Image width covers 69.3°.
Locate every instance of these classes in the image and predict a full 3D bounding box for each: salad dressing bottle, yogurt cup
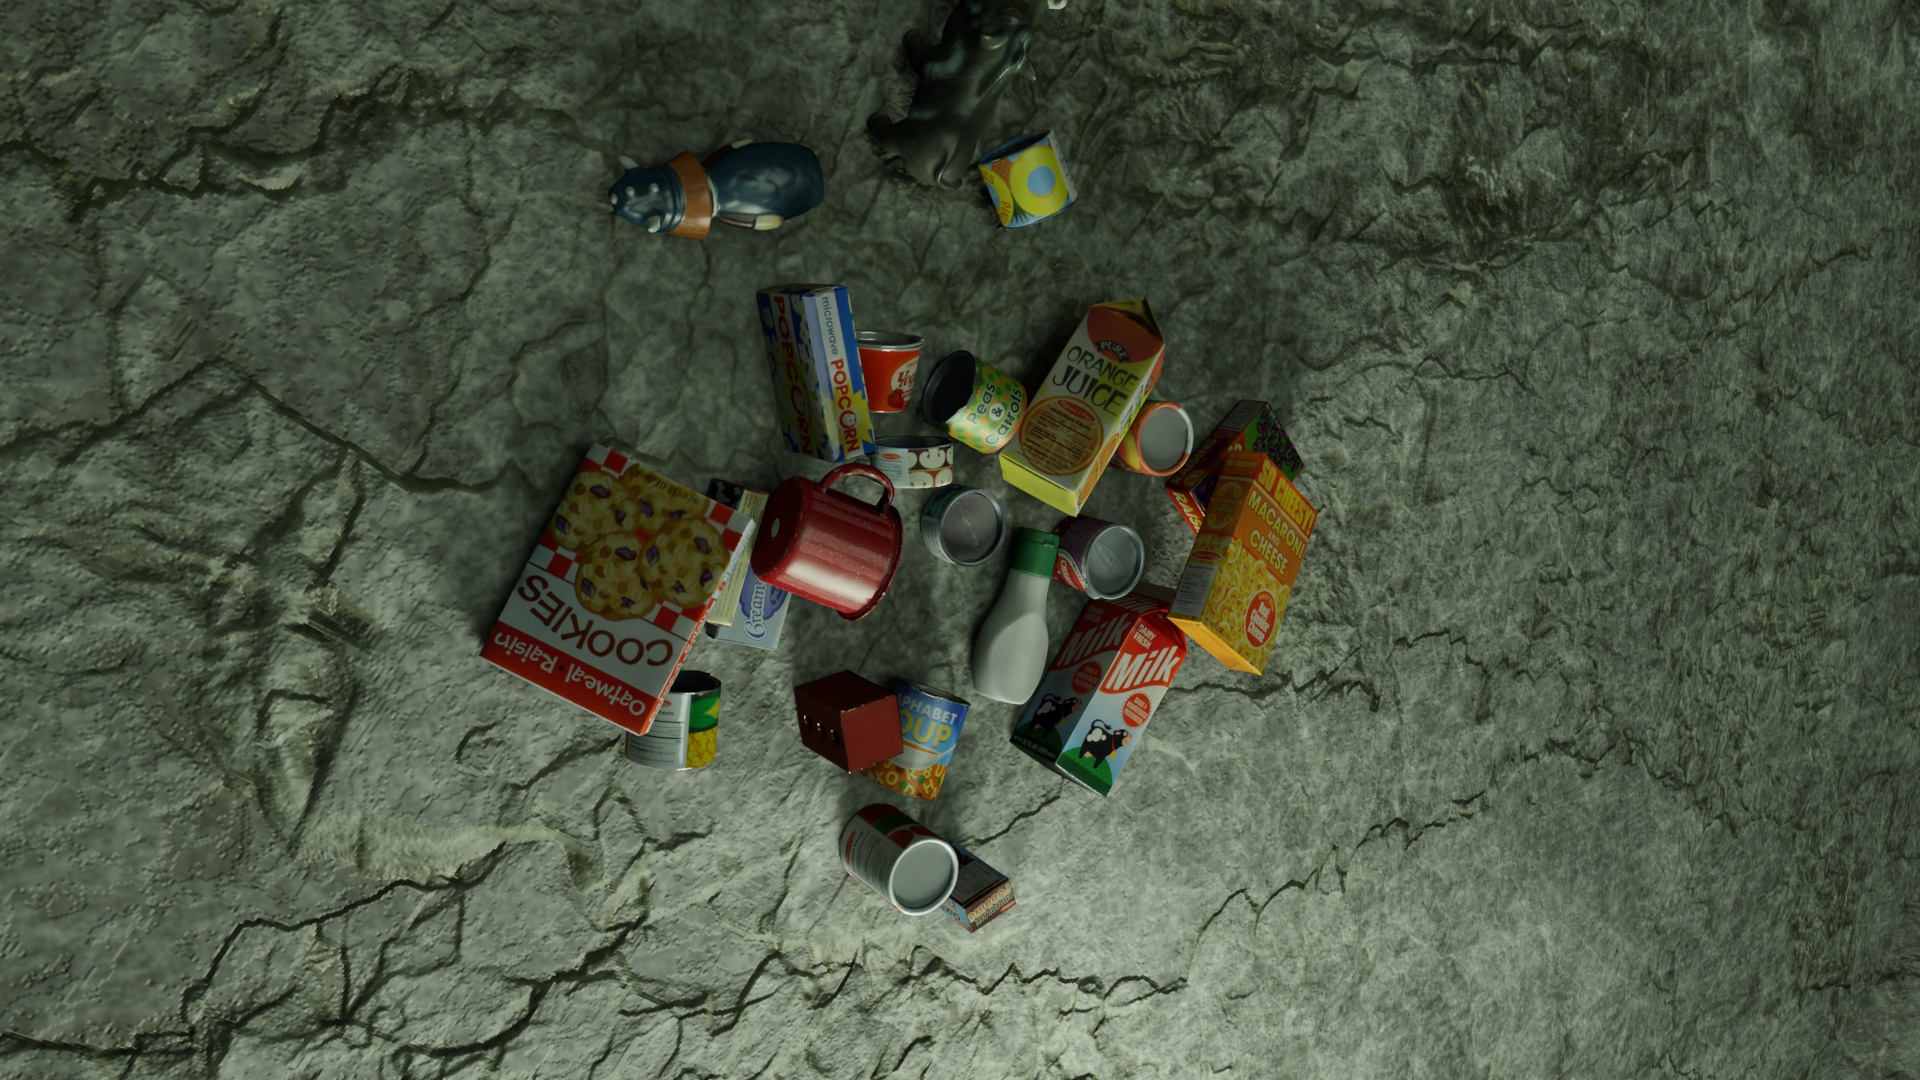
[{"bbox_3d":[0.051,0.063,1.186,0.064,0.044,0.147,14,89,-32],"label":"salad dressing bottle"},{"bbox_3d":[-0.065,-0.129,1.064,0.072,0.072,0.053,-6,110,-32],"label":"yogurt cup"}]

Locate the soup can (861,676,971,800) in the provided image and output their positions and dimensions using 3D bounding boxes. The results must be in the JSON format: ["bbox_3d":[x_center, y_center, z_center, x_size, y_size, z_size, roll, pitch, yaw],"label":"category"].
[{"bbox_3d":[-0.037,0.161,1.129,0.071,0.071,0.084,22,86,-34],"label":"soup can"}]

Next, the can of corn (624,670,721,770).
[{"bbox_3d":[-0.209,0.130,1.015,0.071,0.071,0.058,1,99,-33],"label":"can of corn"}]

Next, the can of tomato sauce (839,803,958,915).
[{"bbox_3d":[-0.049,0.258,1.130,0.071,0.083,0.071,-7,102,-32],"label":"can of tomato sauce"}]

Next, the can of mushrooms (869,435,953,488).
[{"bbox_3d":[-0.037,-0.063,1.092,0.071,0.071,0.033,-8,104,-32],"label":"can of mushrooms"}]

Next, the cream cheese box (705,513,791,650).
[{"bbox_3d":[-0.154,0.028,1.056,0.053,0.024,0.103,16,90,-34],"label":"cream cheese box"}]

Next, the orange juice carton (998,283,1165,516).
[{"bbox_3d":[0.112,-0.124,1.158,0.073,0.071,0.193,29,79,12],"label":"orange juice carton"}]

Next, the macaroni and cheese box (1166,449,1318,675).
[{"bbox_3d":[0.255,0.020,1.245,0.123,0.040,0.167,38,69,-44],"label":"macaroni and cheese box"}]

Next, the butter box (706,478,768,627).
[{"bbox_3d":[-0.176,0.008,1.021,0.024,0.053,0.103,16,90,-37],"label":"butter box"}]

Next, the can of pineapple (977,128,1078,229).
[{"bbox_3d":[0.052,-0.288,1.111,0.071,0.071,0.057,-35,115,-23],"label":"can of pineapple"}]

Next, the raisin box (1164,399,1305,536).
[{"bbox_3d":[0.259,-0.060,1.302,0.124,0.040,0.086,-46,120,-17],"label":"raisin box"}]

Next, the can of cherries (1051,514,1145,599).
[{"bbox_3d":[0.115,0.015,1.210,0.072,0.058,0.071,-7,103,-33],"label":"can of cherries"}]

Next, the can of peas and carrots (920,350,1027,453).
[{"bbox_3d":[0.012,-0.110,1.113,0.058,0.071,0.071,26,84,-34],"label":"can of peas and carrots"}]

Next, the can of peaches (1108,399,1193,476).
[{"bbox_3d":[0.160,-0.091,1.221,0.071,0.058,0.071,-7,102,-33],"label":"can of peaches"}]

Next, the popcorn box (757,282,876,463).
[{"bbox_3d":[-0.107,-0.125,1.023,0.038,0.085,0.126,-18,109,-28],"label":"popcorn box"}]

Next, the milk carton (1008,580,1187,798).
[{"bbox_3d":[0.132,0.121,1.231,0.073,0.072,0.191,38,77,-33],"label":"milk carton"}]

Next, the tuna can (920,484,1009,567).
[{"bbox_3d":[0.004,-0.014,1.147,0.071,0.033,0.071,-7,102,-32],"label":"tuna can"}]

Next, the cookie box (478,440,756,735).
[{"bbox_3d":[-0.235,0.034,0.962,0.123,0.040,0.167,26,83,-1],"label":"cookie box"}]

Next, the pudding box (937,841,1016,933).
[{"bbox_3d":[0.002,0.290,1.169,0.050,0.084,0.030,-28,116,-27],"label":"pudding box"}]
